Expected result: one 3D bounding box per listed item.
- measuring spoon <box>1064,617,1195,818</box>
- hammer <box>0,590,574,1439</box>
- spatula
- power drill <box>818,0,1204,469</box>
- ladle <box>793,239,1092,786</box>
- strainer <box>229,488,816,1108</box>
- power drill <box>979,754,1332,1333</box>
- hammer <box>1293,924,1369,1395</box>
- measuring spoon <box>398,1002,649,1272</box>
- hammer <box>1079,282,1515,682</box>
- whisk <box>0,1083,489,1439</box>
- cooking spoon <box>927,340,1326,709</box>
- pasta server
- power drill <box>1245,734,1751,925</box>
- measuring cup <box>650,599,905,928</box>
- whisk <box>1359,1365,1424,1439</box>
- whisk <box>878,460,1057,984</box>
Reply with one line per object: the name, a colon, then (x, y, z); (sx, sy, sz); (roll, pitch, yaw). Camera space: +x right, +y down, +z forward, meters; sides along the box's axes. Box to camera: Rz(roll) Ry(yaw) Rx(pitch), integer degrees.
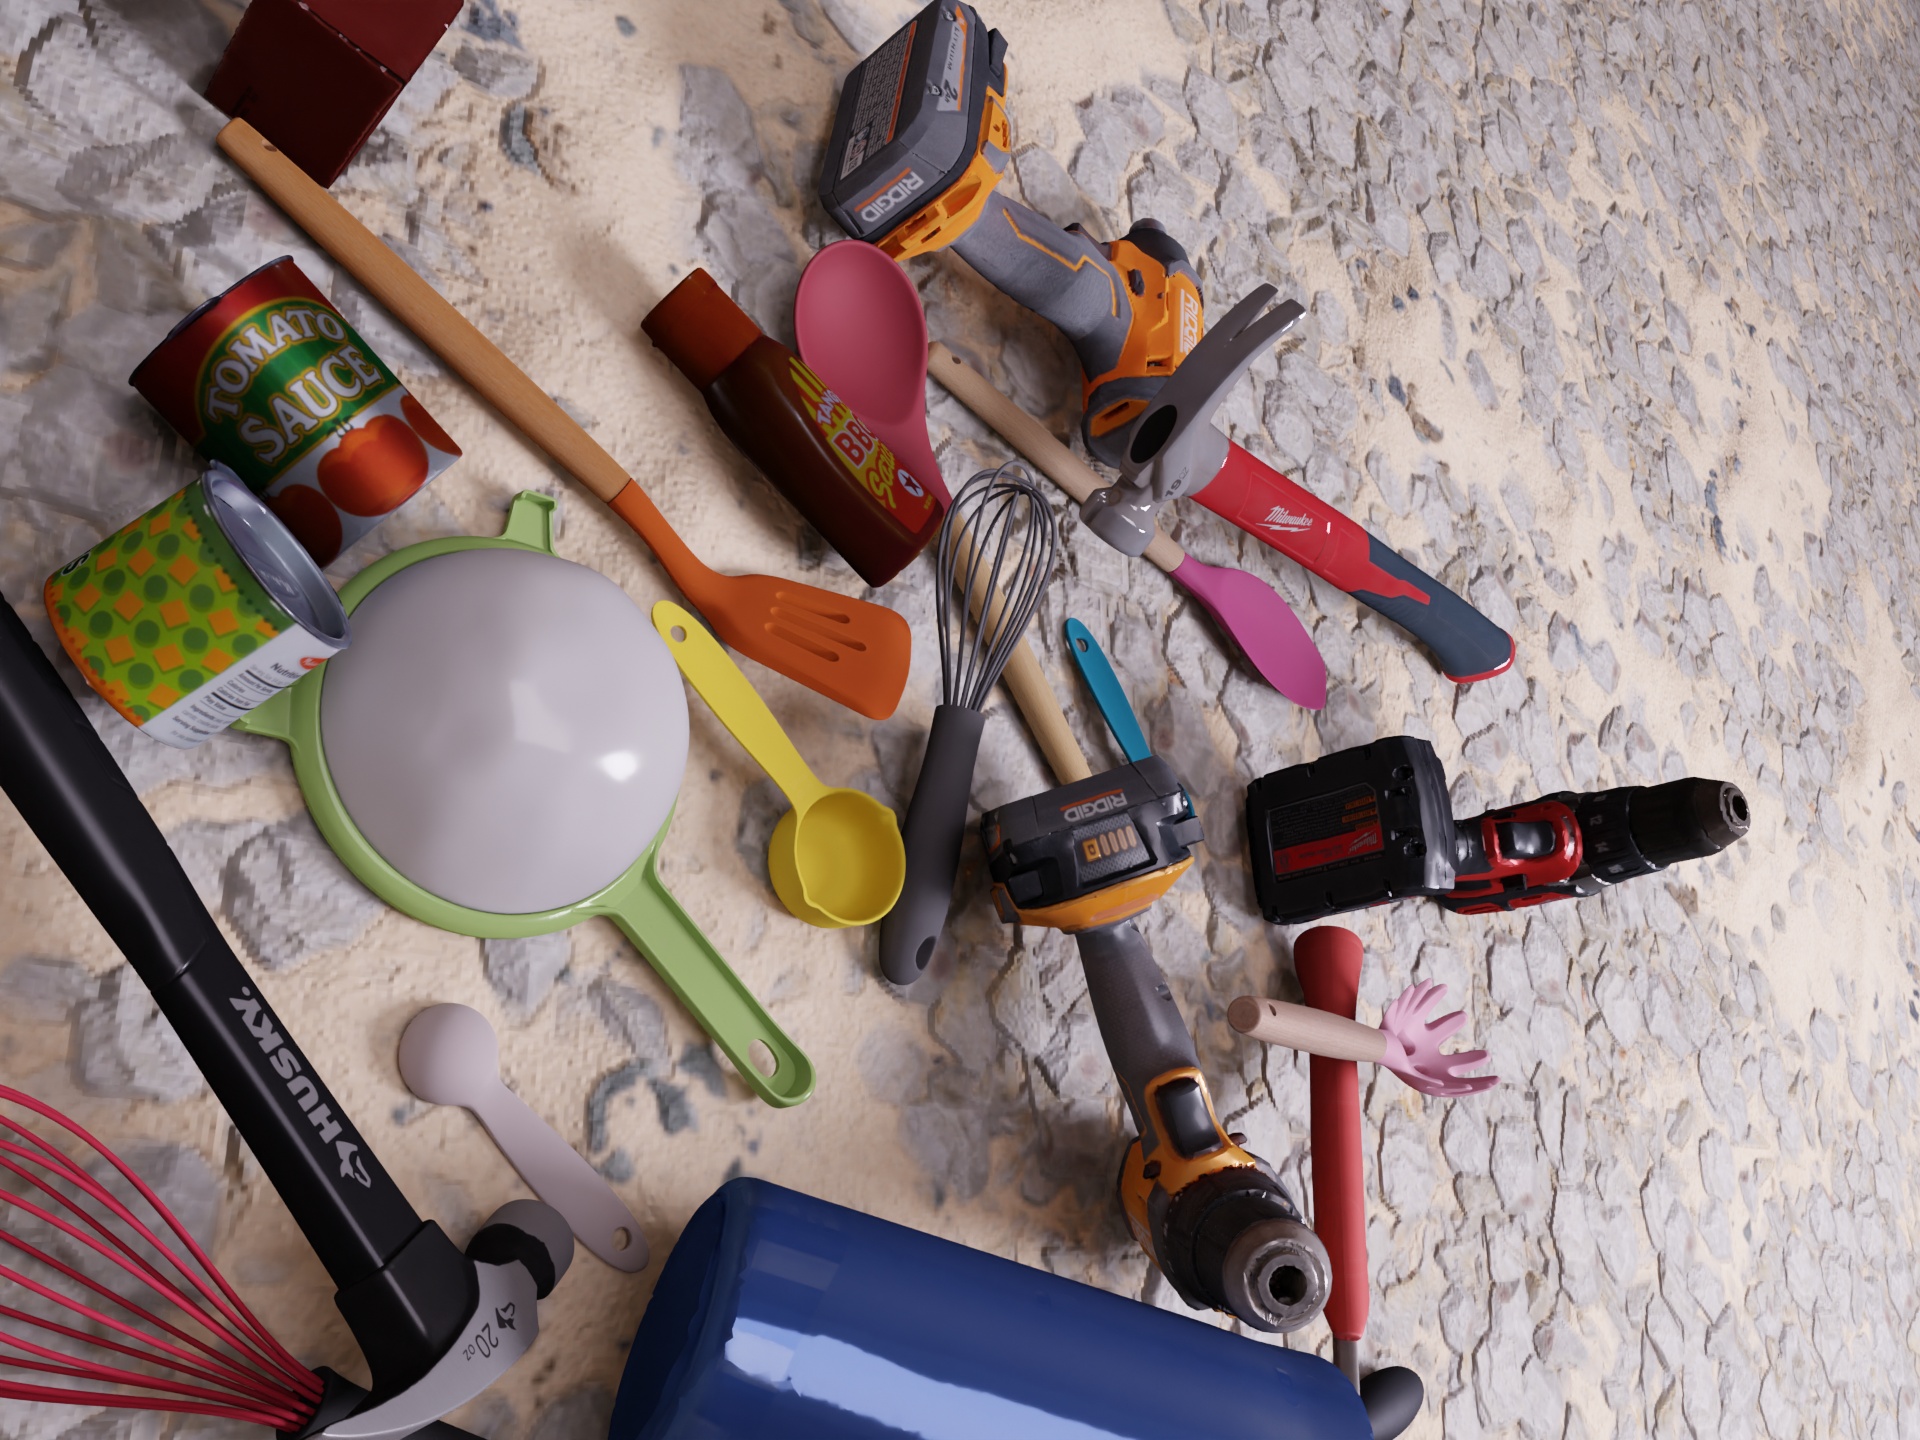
measuring spoon: (0.078, 0.009, 0.801); (0.042, 0.021, 0.129); (-18, 79, -43)
hammer: (-0.233, 0.060, 0.457); (0.335, 0.035, 0.146); (58, 11, -4)
spatula: (-0.146, -0.112, 0.620); (0.322, 0.041, 0.081); (43, 28, -21)
power drill: (0.041, -0.248, 0.804); (0.226, 0.084, 0.164); (35, 47, -33)
ladle: (0.005, -0.074, 0.752); (0.069, 0.031, 0.315); (-31, 100, -25)
strainer: (-0.120, 0.040, 0.573); (0.256, 0.069, 0.151); (54, 48, -12)
power drill: (0.082, 0.133, 0.654); (0.084, 0.185, 0.226); (-18, 86, -6)
hammer: (0.171, 0.232, 0.714); (0.359, 0.037, 0.149); (-78, 166, -46)
measuring spoon: (-0.145, 0.147, 0.551); (0.124, 0.018, 0.034); (54, 48, -16)
hammer: (0.228, -0.103, 0.890); (0.386, 0.143, 0.038); (20, 24, -45)
whisk: (-0.206, 0.190, 0.459); (0.295, 0.073, 0.073); (45, 51, -29)
cooking spoon: (0.097, -0.100, 0.848); (0.318, 0.017, 0.069); (36, 47, -29)
pasta server: (0.177, 0.135, 0.687); (0.316, 0.040, 0.060); (27, 34, -59)
power drill: (0.287, 0.062, 0.854); (0.226, 0.188, 0.080); (7, 71, -36)
measuring cup: (-0.081, 0.019, 0.646); (0.156, 0.029, 0.062); (54, 48, -11)
whisk: (0.137, 0.349, 0.715); (0.284, 0.070, 0.070); (-6, 81, -48)
whisk: (-0.001, -0.002, 0.695); (0.055, 0.055, 0.239); (23, 73, -35)
